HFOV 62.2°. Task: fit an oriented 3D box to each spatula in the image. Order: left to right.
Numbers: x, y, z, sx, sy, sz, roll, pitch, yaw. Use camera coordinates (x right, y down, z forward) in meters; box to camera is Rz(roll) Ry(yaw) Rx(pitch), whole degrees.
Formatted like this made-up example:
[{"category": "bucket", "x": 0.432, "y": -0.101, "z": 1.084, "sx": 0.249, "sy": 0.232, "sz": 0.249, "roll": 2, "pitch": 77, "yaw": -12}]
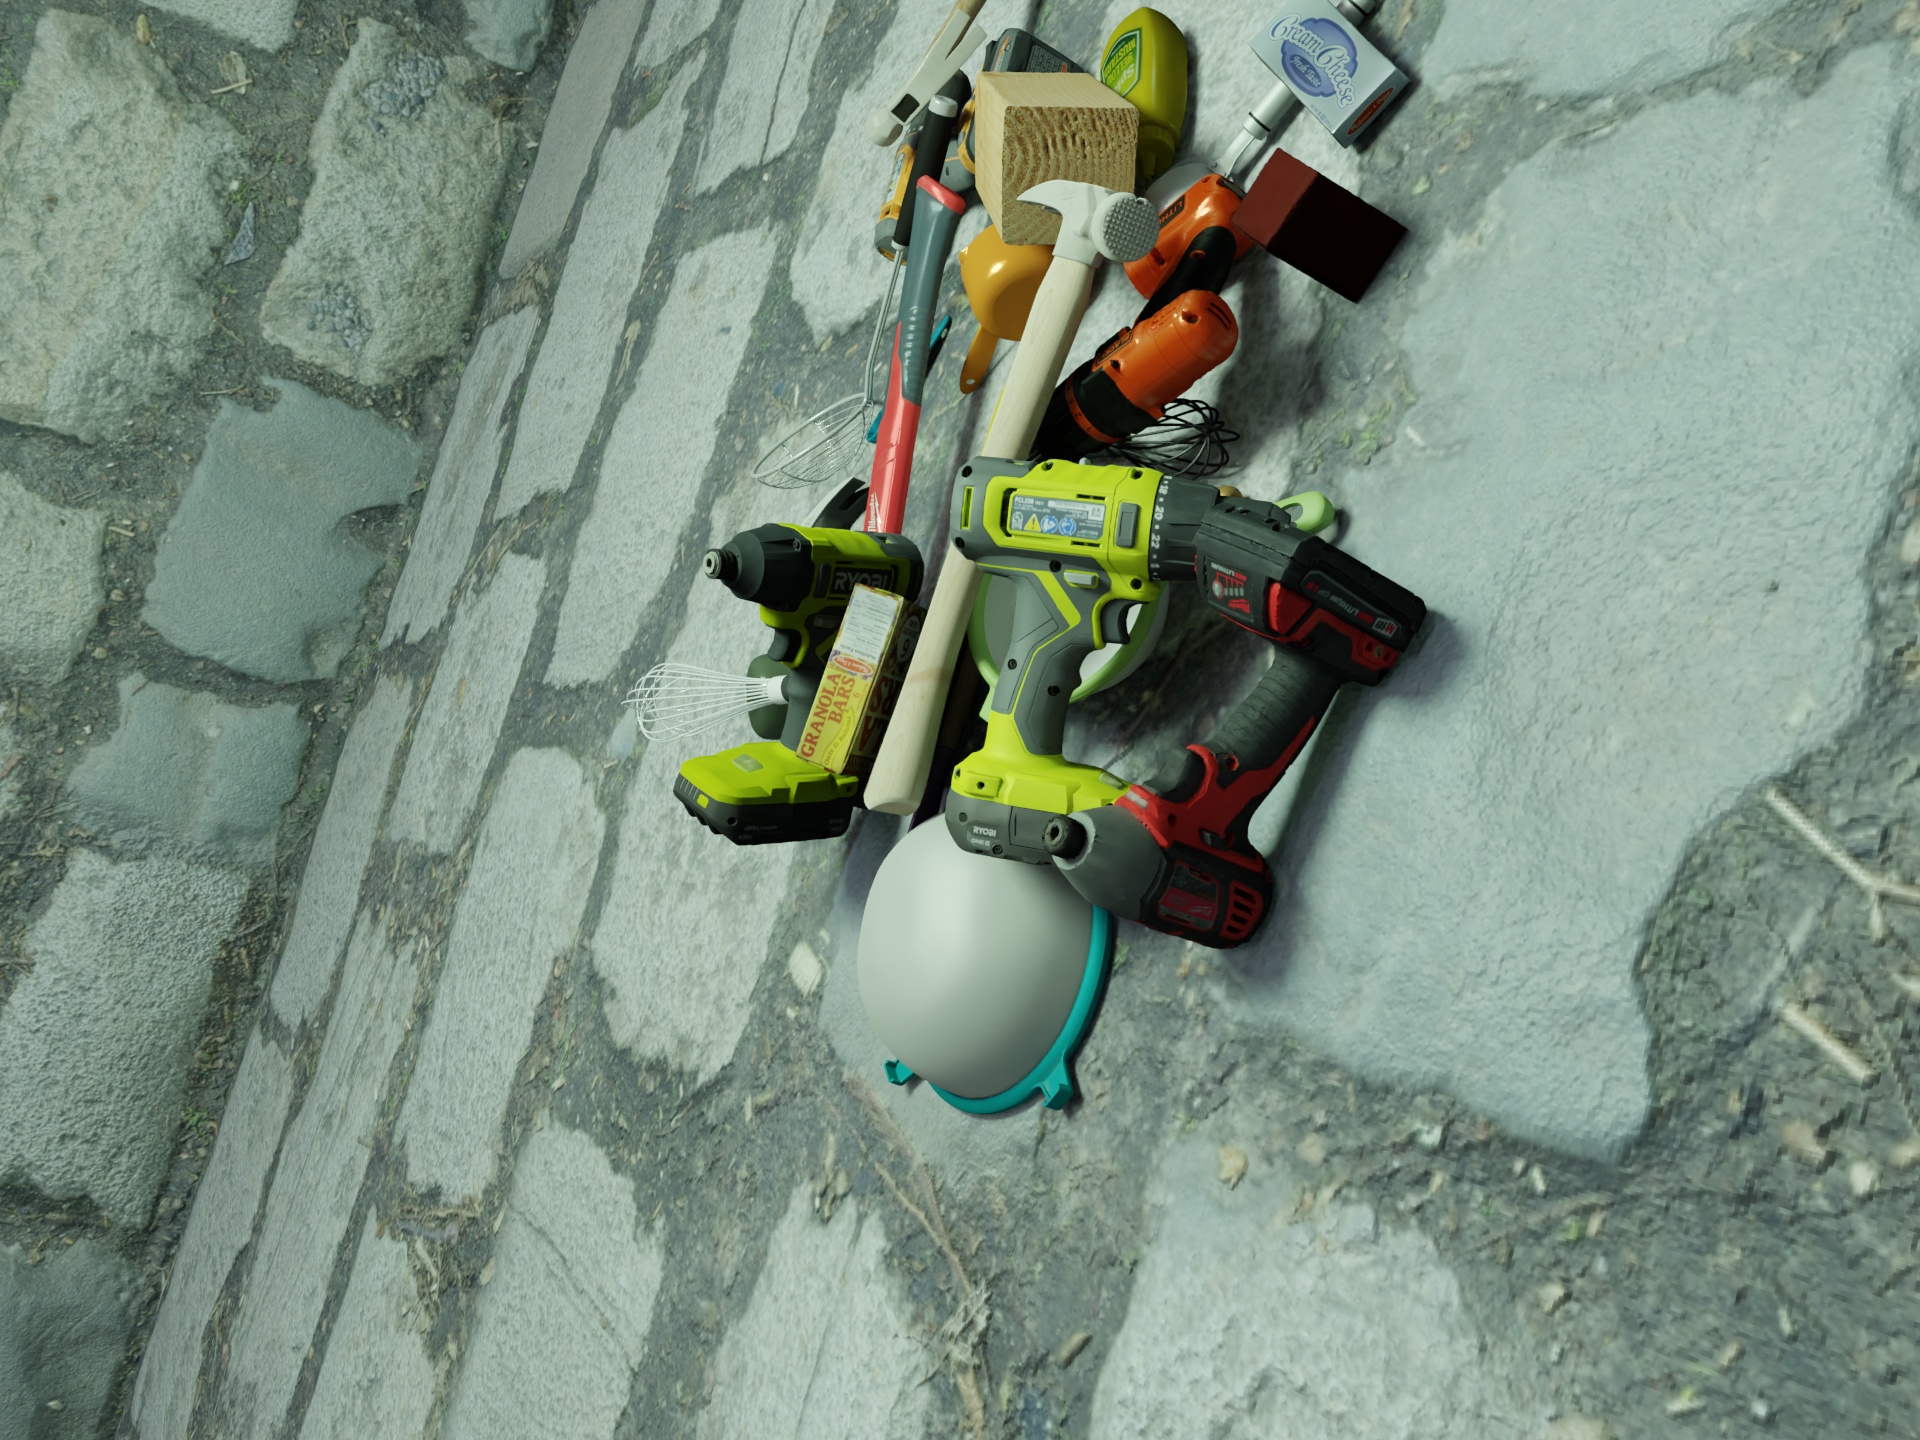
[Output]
[{"category": "spatula", "x": -0.002, "y": -0.004, "z": 1.146, "sx": 0.018, "sy": 0.059, "sz": 0.316, "roll": 15, "pitch": 80, "yaw": 15}]

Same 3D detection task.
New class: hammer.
[{"category": "hammer", "x": -0.094, "y": -0.061, "z": 1.316, "sx": 0.146, "sy": 0.035, "sz": 0.335, "roll": -49, "pitch": 38, "yaw": 32}, {"category": "hammer", "x": -0.058, "y": -0.238, "z": 1.259, "sx": 0.143, "sy": 0.038, "sz": 0.386, "roll": 3, "pitch": 82, "yaw": 46}, {"category": "hammer", "x": 0.012, "y": -0.134, "z": 1.008, "sx": 0.146, "sy": 0.038, "sz": 0.410, "roll": 47, "pitch": 121, "yaw": 61}, {"category": "hammer", "x": 0.023, "y": -0.646, "z": 1.378, "sx": 0.130, "sy": 0.031, "sz": 0.331, "roll": -14, "pitch": 46, "yaw": 60}]

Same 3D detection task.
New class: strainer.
[{"category": "strainer", "x": 0.006, "y": 0.077, "z": 1.032, "sx": 0.211, "sy": 0.095, "sz": 0.340, "roll": -10, "pitch": 66, "yaw": 55}, {"category": "strainer", "x": 0.122, "y": -0.086, "z": 0.987, "sx": 0.256, "sy": 0.069, "sz": 0.152, "roll": -16, "pitch": 65, "yaw": 35}, {"category": "strainer", "x": 0.190, "y": -0.392, "z": 1.063, "sx": 0.258, "sy": 0.050, "sz": 0.087, "roll": -48, "pitch": 54, "yaw": 27}]

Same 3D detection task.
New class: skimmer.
[{"category": "skimmer", "x": -0.093, "y": -0.356, "z": 1.352, "sx": 0.127, "sy": 0.090, "sz": 0.363, "roll": -71, "pitch": 1, "yaw": -58}]

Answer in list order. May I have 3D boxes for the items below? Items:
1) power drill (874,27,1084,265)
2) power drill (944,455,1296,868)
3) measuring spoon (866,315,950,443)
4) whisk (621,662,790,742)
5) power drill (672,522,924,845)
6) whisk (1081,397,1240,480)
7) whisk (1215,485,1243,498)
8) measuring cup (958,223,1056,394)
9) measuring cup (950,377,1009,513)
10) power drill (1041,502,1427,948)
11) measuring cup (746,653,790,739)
[{"category": "power drill", "x": 0.012, "y": -0.506, "z": 1.362, "sx": 0.226, "sy": 0.084, "sz": 0.185, "roll": -7, "pitch": 66, "yaw": 60}, {"category": "power drill", "x": 0.083, "y": -0.032, "z": 0.910, "sx": 0.080, "sy": 0.190, "sz": 0.228, "roll": -24, "pitch": -58, "yaw": -74}, {"category": "measuring spoon", "x": -0.039, "y": -0.292, "z": 1.382, "sx": 0.128, "sy": 0.021, "sz": 0.042, "roll": -56, "pitch": 19, "yaw": 6}, {"category": "whisk", "x": -0.168, "y": -0.022, "z": 1.288, "sx": 0.285, "sy": 0.070, "sz": 0.070, "roll": -6, "pitch": 67, "yaw": 37}, {"category": "power drill", "x": -0.125, "y": -0.029, "z": 1.136, "sx": 0.080, "sy": 0.171, "sz": 0.223, "roll": 30, "pitch": 112, "yaw": 42}, {"category": "whisk", "x": 0.108, "y": -0.190, "z": 1.075, "sx": 0.239, "sy": 0.055, "sz": 0.055, "roll": 19, "pitch": 89, "yaw": 63}, {"category": "whisk", "x": 0.094, "y": -0.142, "z": 1.066, "sx": 0.245, "sy": 0.051, "sz": 0.047, "roll": 4, "pitch": 52, "yaw": 53}, {"category": "measuring cup", "x": 0.035, "y": -0.303, "z": 1.227, "sx": 0.173, "sy": 0.095, "sz": 0.052, "roll": 117, "pitch": 148, "yaw": -47}, {"category": "measuring cup", "x": 0.033, "y": -0.204, "z": 1.220, "sx": 0.062, "sy": 0.029, "sz": 0.157, "roll": -22, "pitch": 43, "yaw": 50}, {"category": "power drill", "x": 0.135, "y": 0.008, "z": 0.830, "sx": 0.079, "sy": 0.143, "sz": 0.219, "roll": 35, "pitch": 101, "yaw": 55}, {"category": "measuring cup", "x": -0.149, "y": 0.000, "z": 1.326, "sx": 0.168, "sy": 0.038, "sz": 0.083, "roll": -122, "pitch": 32, "yaw": -59}]
